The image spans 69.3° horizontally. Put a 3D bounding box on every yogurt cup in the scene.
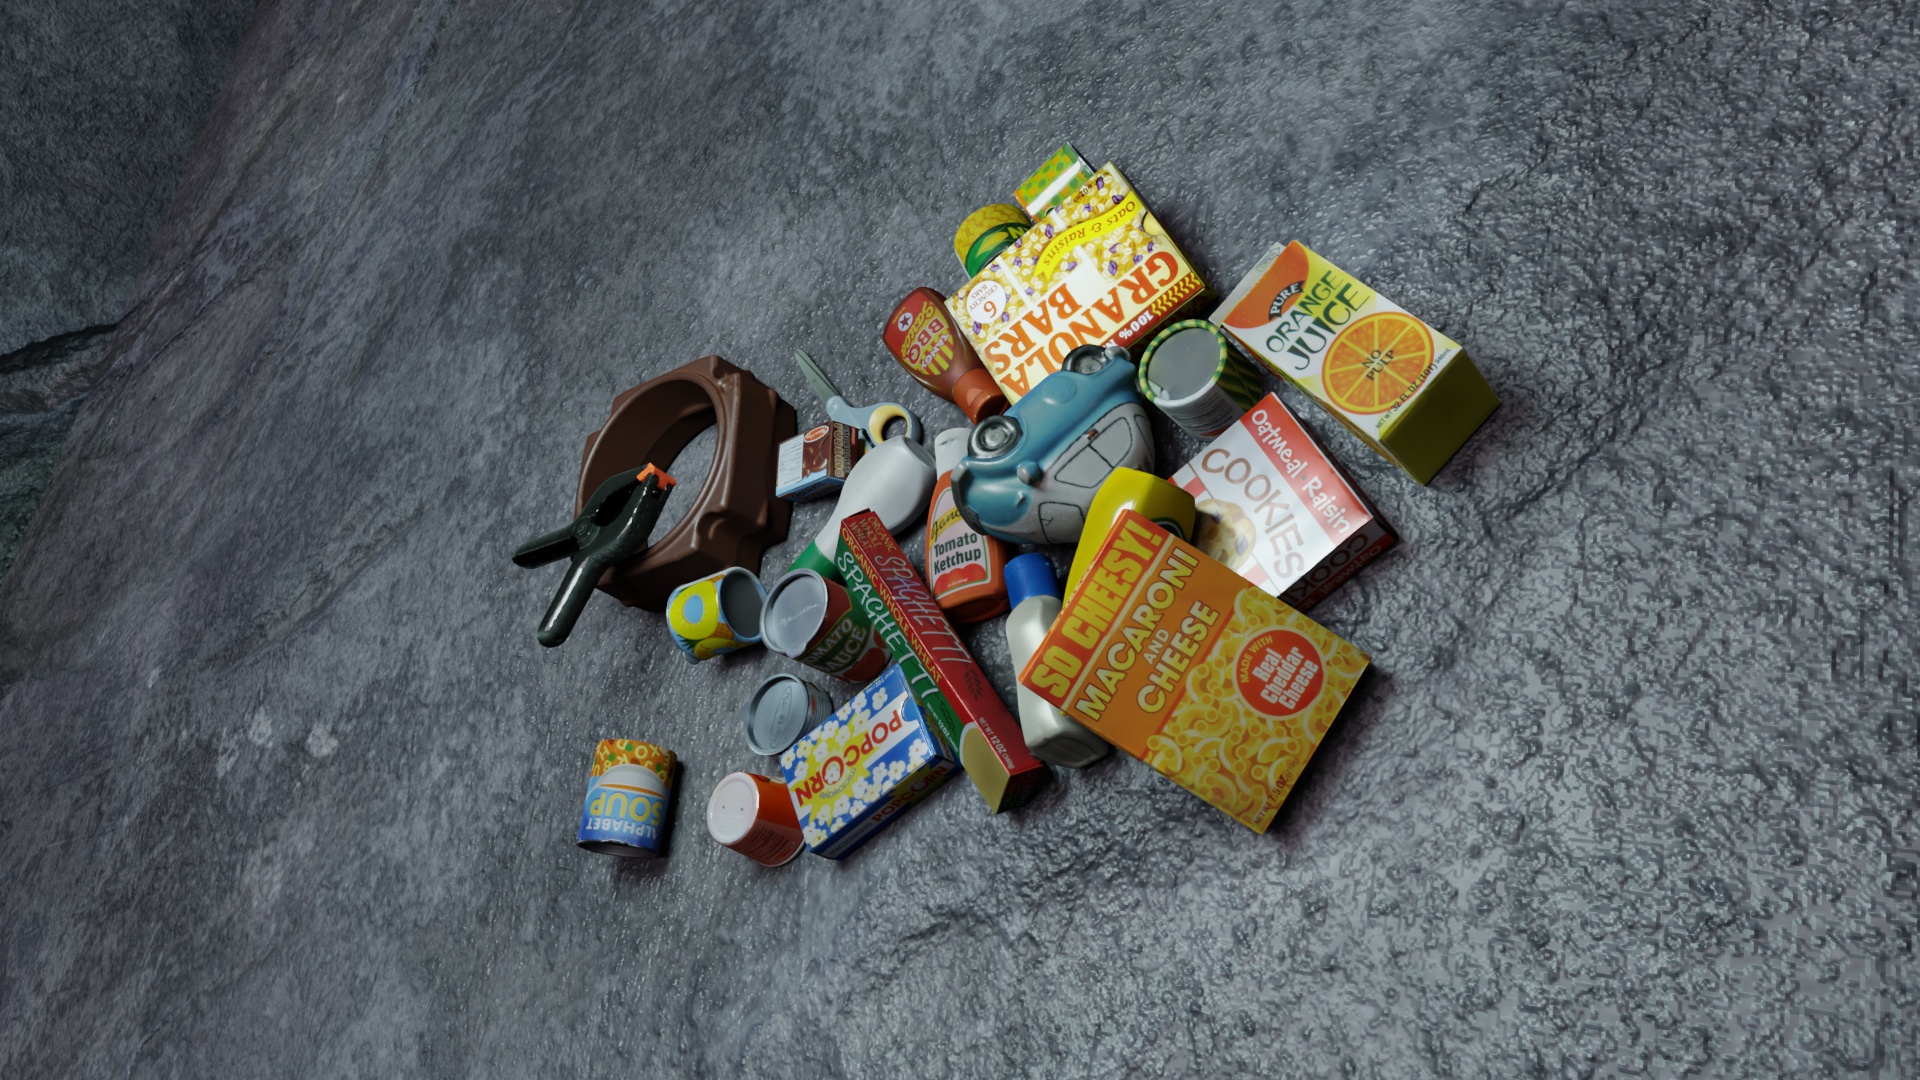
[{"bbox_3d":[-0.153,0.206,1.042,0.072,0.054,0.072,-17,59,32],"label":"yogurt cup"}]

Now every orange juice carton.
[{"bbox_3d":[0.239,-0.124,0.884,0.071,0.073,0.193,-49,47,9],"label":"orange juice carton"}]

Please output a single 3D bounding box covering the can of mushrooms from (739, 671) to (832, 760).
[{"bbox_3d":[-0.135,0.137,1.076,0.071,0.033,0.071,-17,60,32],"label":"can of mushrooms"}]

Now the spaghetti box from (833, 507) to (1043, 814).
[{"bbox_3d":[-0.022,0.079,0.980,0.251,0.029,0.049,54,146,32],"label":"spaghetti box"}]

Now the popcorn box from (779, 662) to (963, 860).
[{"bbox_3d":[-0.067,0.161,1.007,0.126,0.038,0.085,-40,48,17],"label":"popcorn box"}]

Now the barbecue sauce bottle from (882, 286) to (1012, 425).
[{"bbox_3d":[-0.007,-0.141,1.107,0.064,0.043,0.149,-51,47,16],"label":"barbecue sauce bottle"}]

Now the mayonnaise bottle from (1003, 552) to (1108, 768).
[{"bbox_3d":[0.059,0.077,0.936,0.041,0.064,0.149,-32,48,26],"label":"mayonnaise bottle"}]

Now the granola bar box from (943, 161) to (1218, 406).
[{"bbox_3d":[0.086,-0.178,1.027,0.165,0.039,0.124,-38,72,18],"label":"granola bar box"}]

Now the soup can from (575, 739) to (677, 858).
[{"bbox_3d":[-0.268,0.208,1.121,0.071,0.071,0.084,-10,63,35],"label":"soup can"}]

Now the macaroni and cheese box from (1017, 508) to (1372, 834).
[{"bbox_3d":[0.136,0.076,0.820,0.166,0.040,0.123,32,89,0],"label":"macaroni and cheese box"}]

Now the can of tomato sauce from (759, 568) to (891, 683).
[{"bbox_3d":[-0.099,0.067,1.048,0.071,0.083,0.071,-17,59,32],"label":"can of tomato sauce"}]

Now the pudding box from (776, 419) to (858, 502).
[{"bbox_3d":[-0.119,-0.064,1.149,0.083,0.030,0.050,-17,65,50],"label":"pudding box"}]

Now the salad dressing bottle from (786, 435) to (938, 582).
[{"bbox_3d":[-0.079,-0.016,1.099,0.064,0.044,0.147,46,105,14],"label":"salad dressing bottle"}]

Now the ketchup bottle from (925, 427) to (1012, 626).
[{"bbox_3d":[0.004,-0.013,1.035,0.064,0.043,0.149,-20,57,24],"label":"ketchup bottle"}]

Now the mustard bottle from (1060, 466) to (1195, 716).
[{"bbox_3d":[0.097,0.037,0.872,0.049,0.065,0.160,17,87,51],"label":"mustard bottle"}]

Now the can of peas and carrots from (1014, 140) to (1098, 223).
[{"bbox_3d":[0.085,-0.265,1.081,0.058,0.071,0.071,-41,49,16],"label":"can of peas and carrots"}]

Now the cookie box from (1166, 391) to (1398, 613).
[{"bbox_3d":[0.175,0.003,0.893,0.167,0.040,0.123,-42,49,16],"label":"cookie box"}]

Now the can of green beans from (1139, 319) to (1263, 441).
[{"bbox_3d":[0.163,-0.109,0.946,0.071,0.057,0.071,-17,59,31],"label":"can of green beans"}]

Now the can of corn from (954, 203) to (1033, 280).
[{"bbox_3d":[0.036,-0.226,1.099,0.071,0.071,0.058,-38,50,18],"label":"can of corn"}]

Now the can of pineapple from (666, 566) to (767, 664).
[{"bbox_3d":[-0.197,0.062,1.142,0.057,0.071,0.071,-19,58,30],"label":"can of pineapple"}]
